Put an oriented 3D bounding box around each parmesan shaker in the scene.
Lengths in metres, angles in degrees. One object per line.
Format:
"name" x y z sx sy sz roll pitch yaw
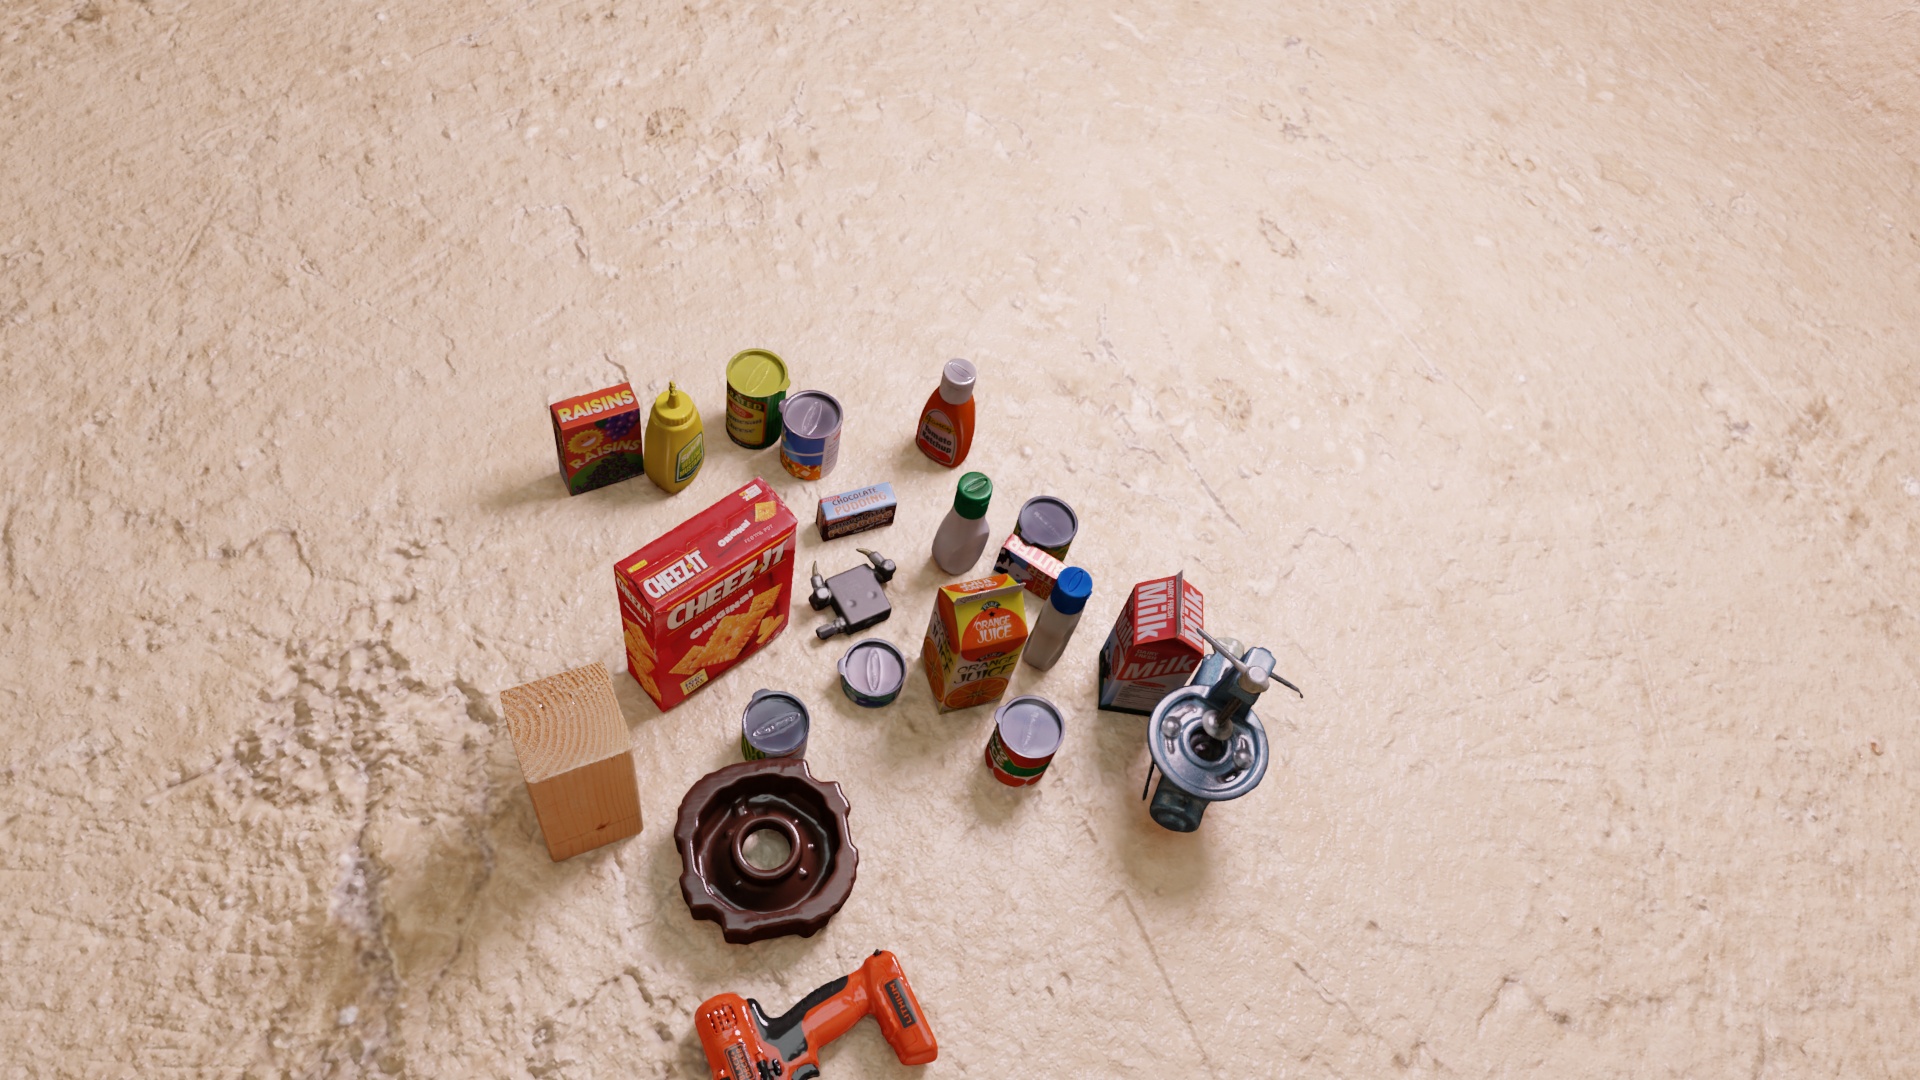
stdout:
"parmesan shaker" -0.224 -0.153 1.535 0.071 0.102 0.071 5 58 -7

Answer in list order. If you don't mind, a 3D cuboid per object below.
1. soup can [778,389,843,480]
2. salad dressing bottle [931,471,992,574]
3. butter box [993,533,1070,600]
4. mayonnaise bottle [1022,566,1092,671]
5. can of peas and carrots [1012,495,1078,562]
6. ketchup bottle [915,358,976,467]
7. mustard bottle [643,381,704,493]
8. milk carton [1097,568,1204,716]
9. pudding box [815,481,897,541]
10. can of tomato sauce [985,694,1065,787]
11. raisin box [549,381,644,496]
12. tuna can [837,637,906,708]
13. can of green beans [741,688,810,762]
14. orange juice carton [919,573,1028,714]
"soup can" -0.168 -0.117 1.534 0.071 0.083 0.071 5 58 -7
"salad dressing bottle" 0.005 -0.018 1.467 0.064 0.147 0.044 -28 68 -24
"butter box" 0.088 0.037 1.503 0.103 0.052 0.024 31 59 9
"mayonnaise bottle" 0.102 0.077 1.425 0.041 0.147 0.065 30 58 8
"can of peas and carrots" 0.090 -0.005 1.527 0.071 0.058 0.071 5 58 -7
"ketchup bottle" -0.011 -0.144 1.540 0.065 0.148 0.044 34 59 11
"mustard bottle" -0.302 -0.113 1.462 0.049 0.159 0.065 33 59 10
"milk carton" 0.196 0.105 1.400 0.073 0.189 0.073 9 58 -5
"pudding box" -0.113 -0.032 1.511 0.084 0.049 0.030 -15 63 -18
"can of tomato sauce" 0.061 0.200 1.380 0.071 0.082 0.071 5 58 -7
"raisin box" -0.381 -0.107 1.465 0.086 0.122 0.040 -19 64 -21
"tuna can" -0.092 0.136 1.421 0.071 0.032 0.071 5 58 -7
"can of green beans" -0.181 0.189 1.358 0.071 0.057 0.071 5 58 -7
"orange juice carton" 0.014 0.095 1.372 0.072 0.191 0.073 -11 61 -16
